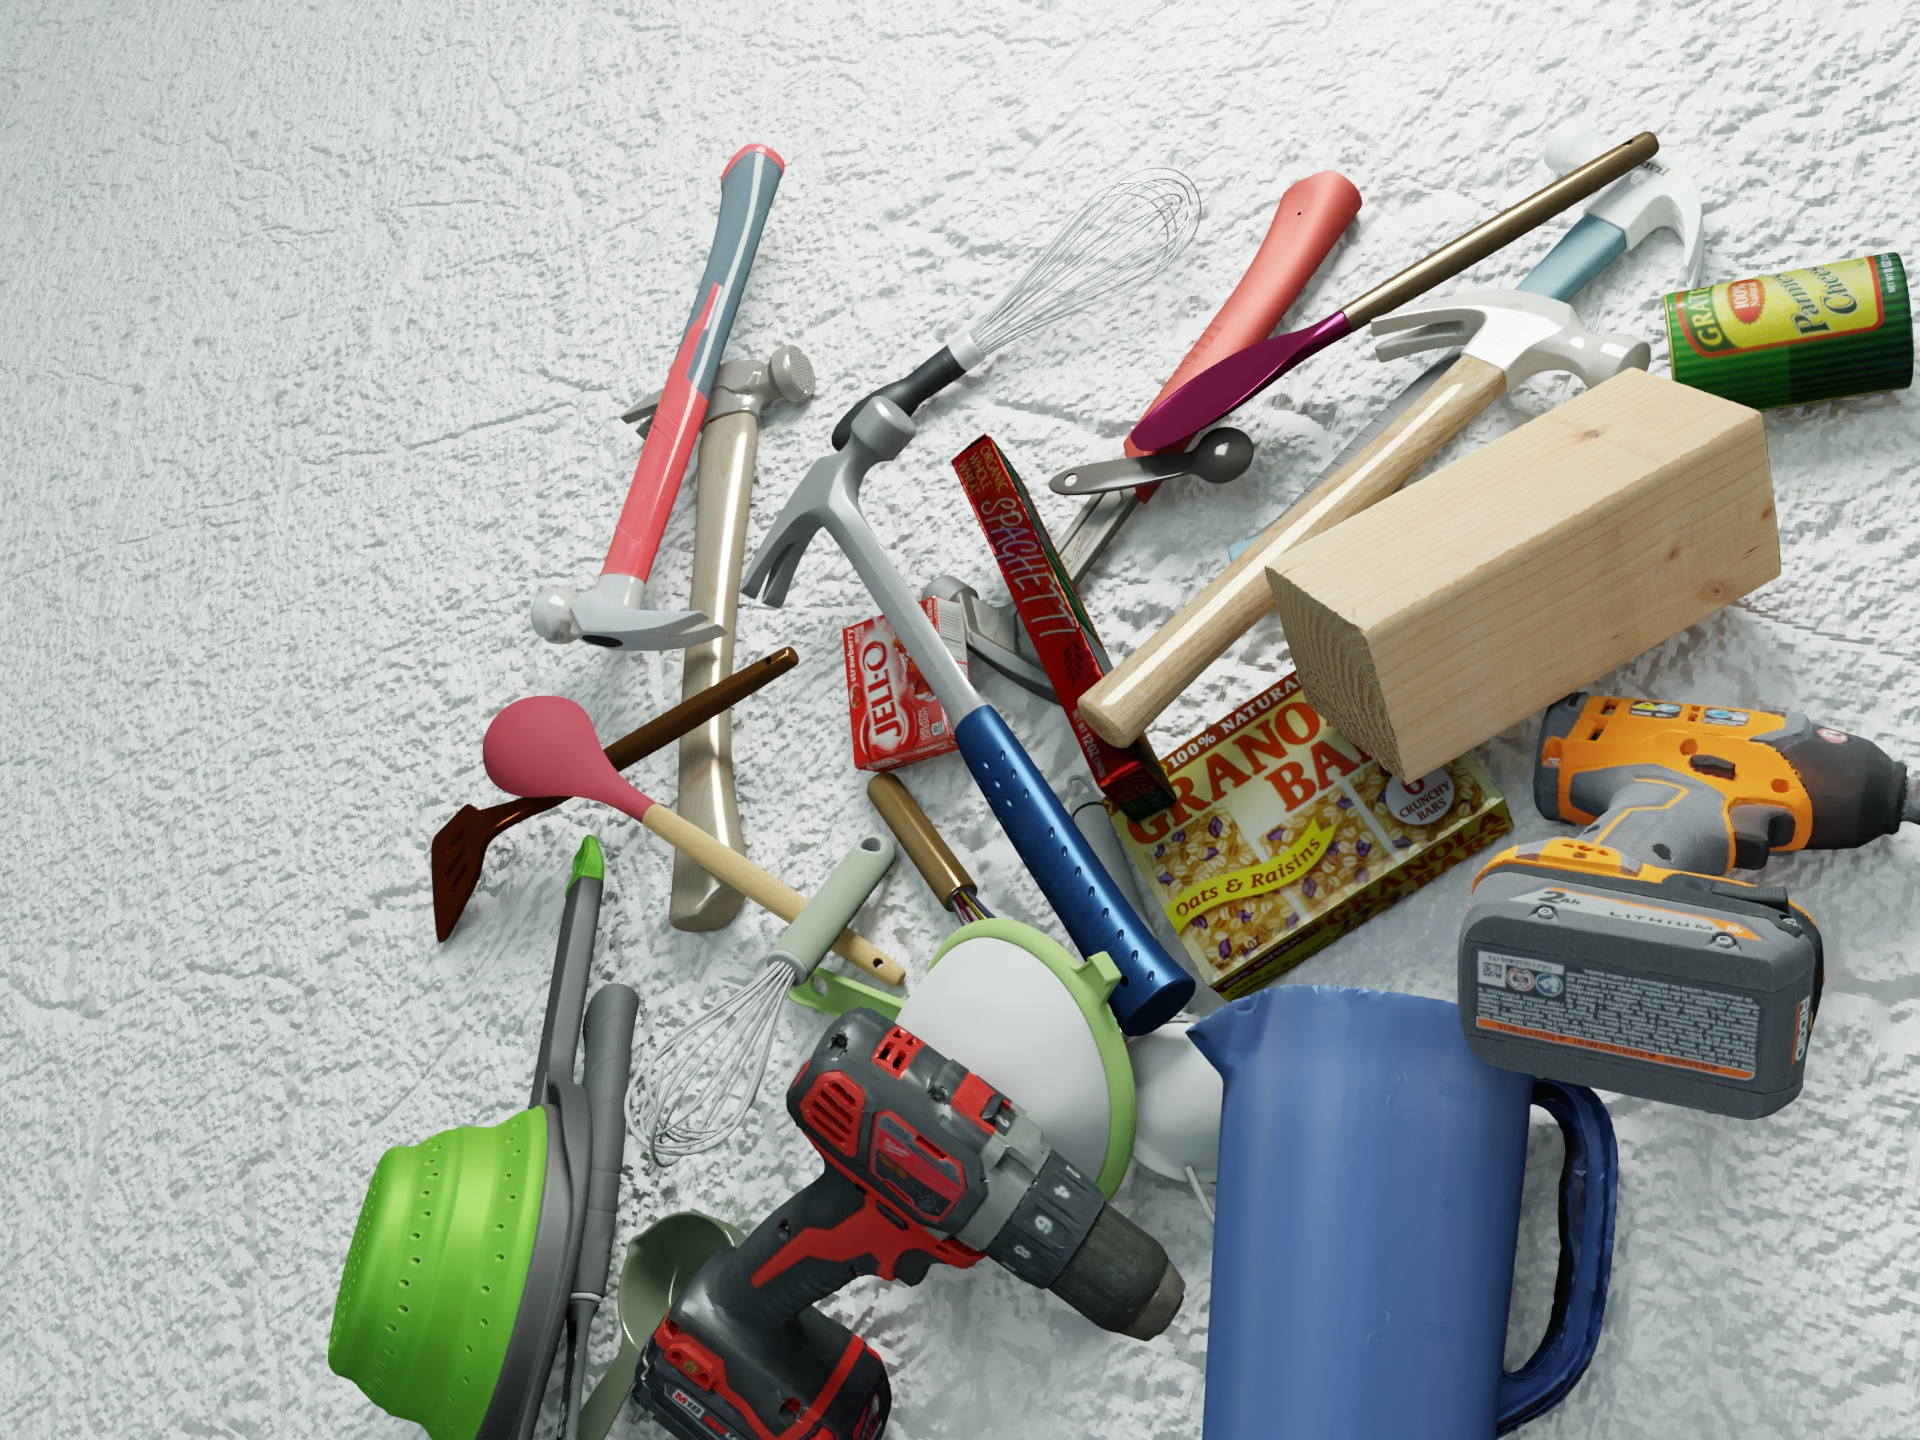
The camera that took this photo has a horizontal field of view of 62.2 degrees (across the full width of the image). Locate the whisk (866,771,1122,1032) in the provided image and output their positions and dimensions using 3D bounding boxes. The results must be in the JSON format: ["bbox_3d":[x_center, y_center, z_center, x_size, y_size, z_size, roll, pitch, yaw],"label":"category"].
[{"bbox_3d":[0.012,0.107,0.853,0.051,0.047,0.245,-42,51,4],"label":"whisk"}]

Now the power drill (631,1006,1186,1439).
[{"bbox_3d":[-0.027,0.258,0.711,0.188,0.080,0.226,35,114,6],"label":"power drill"}]

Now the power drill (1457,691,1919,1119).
[{"bbox_3d":[0.302,0.060,0.644,0.164,0.084,0.226,7,28,30],"label":"power drill"}]

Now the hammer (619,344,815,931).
[{"bbox_3d":[-0.169,-0.060,1.037,0.146,0.038,0.411,-14,60,23],"label":"hammer"}]

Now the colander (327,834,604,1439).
[{"bbox_3d":[-0.263,0.219,0.865,0.204,0.094,0.398,125,154,-42],"label":"colander"}]

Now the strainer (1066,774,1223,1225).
[{"bbox_3d":[0.093,0.124,0.796,0.087,0.050,0.259,-6,48,-15],"label":"strainer"}]

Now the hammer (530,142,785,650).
[{"bbox_3d":[-0.172,-0.227,1.076,0.143,0.038,0.386,3,68,30],"label":"hammer"}]

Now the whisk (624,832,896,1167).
[{"bbox_3d":[-0.094,0.135,0.827,0.058,0.059,0.246,16,38,18],"label":"whisk"}]

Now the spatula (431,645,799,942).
[{"bbox_3d":[-0.228,0.037,0.997,0.322,0.041,0.081,-29,56,18],"label":"spatula"}]

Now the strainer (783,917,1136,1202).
[{"bbox_3d":[-0.028,0.167,0.796,0.256,0.069,0.151,12,106,46],"label":"strainer"}]

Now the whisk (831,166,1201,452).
[{"bbox_3d":[0.030,-0.257,1.022,0.284,0.070,0.070,-33,55,15],"label":"whisk"}]

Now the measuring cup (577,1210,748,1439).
[{"bbox_3d":[-0.162,0.337,0.830,0.083,0.038,0.167,28,84,35],"label":"measuring cup"}]

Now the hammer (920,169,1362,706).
[{"bbox_3d":[0.131,-0.172,0.937,0.149,0.036,0.359,33,84,36],"label":"hammer"}]

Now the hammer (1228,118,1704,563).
[{"bbox_3d":[0.271,-0.188,0.874,0.331,0.033,0.128,-45,53,1],"label":"hammer"}]

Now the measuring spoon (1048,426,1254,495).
[{"bbox_3d":[0.105,-0.146,0.904,0.124,0.018,0.034,-6,64,26],"label":"measuring spoon"}]

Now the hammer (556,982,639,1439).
[{"bbox_3d":[-0.190,0.301,0.789,0.409,0.036,0.149,-96,28,-47],"label":"hammer"}]

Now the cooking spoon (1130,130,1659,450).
[{"bbox_3d":[0.236,-0.233,0.877,0.319,0.017,0.069,-30,27,9],"label":"cooking spoon"}]

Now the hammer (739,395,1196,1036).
[{"bbox_3d":[-0.001,-0.003,0.850,0.144,0.035,0.406,-46,53,19],"label":"hammer"}]

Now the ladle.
[{"bbox_3d":[-0.162,0.069,0.928,0.315,0.031,0.069,30,74,19],"label":"ladle"}]

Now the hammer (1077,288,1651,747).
[{"bbox_3d":[0.186,-0.106,0.802,0.331,0.031,0.130,-42,49,-11],"label":"hammer"}]
